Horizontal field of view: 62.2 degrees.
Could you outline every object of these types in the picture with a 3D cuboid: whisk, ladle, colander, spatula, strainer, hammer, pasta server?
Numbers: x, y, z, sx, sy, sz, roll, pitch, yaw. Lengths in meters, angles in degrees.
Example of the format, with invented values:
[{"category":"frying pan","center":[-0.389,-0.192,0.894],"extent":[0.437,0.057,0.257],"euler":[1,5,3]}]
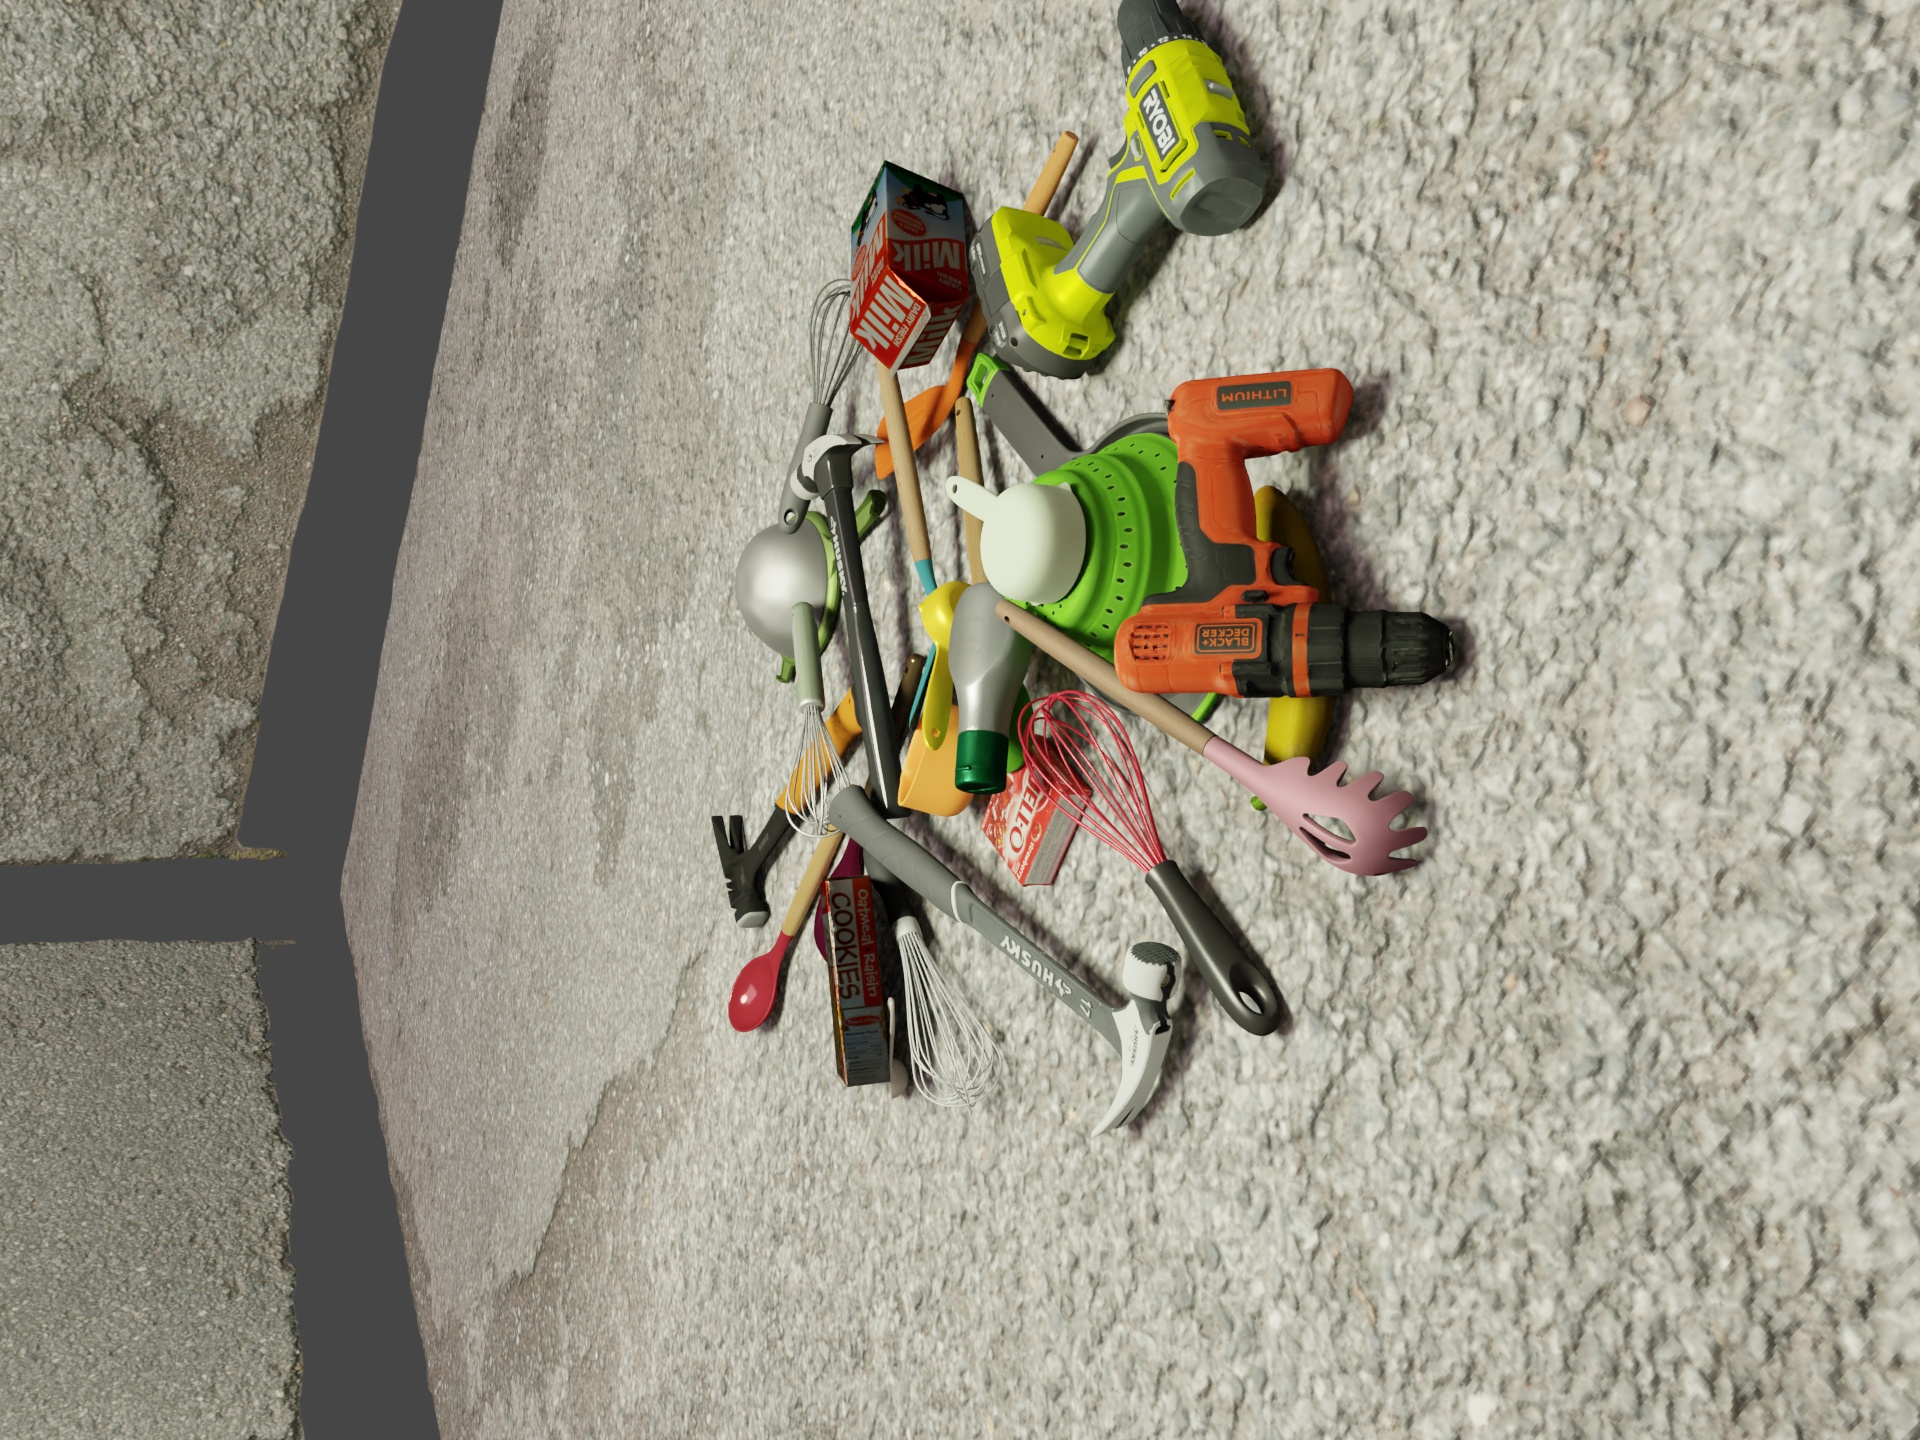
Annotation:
[{"category":"whisk","center":[0.121,0.084,1.032],"extent":[0.296,0.073,0.073],"euler":[58,135,36]},{"category":"ladle","center":[-0.156,0.180,1.508],"extent":[0.315,0.031,0.069],"euler":[-63,39,31]},{"category":"colander","center":[0.060,-0.157,1.112],"extent":[0.398,0.094,0.204],"euler":[58,135,43]},{"category":"spatula","center":[0.009,-0.323,1.251],"extent":[0.081,0.041,0.322],"euler":[-92,25,-42]},{"category":"strainer","center":[-0.151,-0.148,1.483],"extent":[0.256,0.069,0.152],"euler":[-39,56,53]},{"category":"spatula","center":[-0.046,-0.152,1.280],"extent":[0.082,0.044,0.317],"euler":[20,-121,-87]},{"category":"whisk","center":[-0.131,-0.005,1.399],"extent":[0.057,0.059,0.247],"euler":[92,171,-57]},{"category":"hammer","center":[-0.156,0.064,1.509],"extent":[0.336,0.034,0.127],"euler":[-51,47,44]},{"category":"pasta server","center":[0.135,0.000,0.947],"extent":[0.316,0.040,0.060],"euler":[36,134,36]},{"category":"hammer","center":[-0.082,-0.081,1.339],"extent":[0.146,0.035,0.335],"euler":[-27,71,63]},{"category":"whisk","center":[-0.034,0.196,1.284],"extent":[0.070,0.070,0.285],"euler":[-64,33,33]},{"category":"hammer","center":[0.013,0.148,1.174],"extent":[0.409,0.036,0.149],"euler":[33,124,49]},{"category":"whisk","center":[-0.130,-0.286,1.449],"extent":[0.055,0.055,0.239],"euler":[12,87,58]}]

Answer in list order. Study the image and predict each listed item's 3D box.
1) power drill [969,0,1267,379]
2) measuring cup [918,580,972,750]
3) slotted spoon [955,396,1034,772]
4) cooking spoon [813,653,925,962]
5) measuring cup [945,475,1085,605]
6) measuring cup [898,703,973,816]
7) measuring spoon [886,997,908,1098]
[{"category":"power drill","center":[0.100,-0.363,1.083],"extent":[0.228,0.080,0.191],"euler":[-43,52,46]},{"category":"measuring cup","center":[-0.006,-0.044,1.211],"extent":[0.029,0.062,0.157],"euler":[-41,30,44]},{"category":"slotted spoon","center":[0.015,-0.111,1.208],"extent":[0.070,0.031,0.314],"euler":[-28,59,43]},{"category":"cooking spoon","center":[-0.083,0.081,1.402],"extent":[0.069,0.017,0.318],"euler":[52,130,48]},{"category":"measuring cup","center":[0.020,-0.132,1.043],"extent":[0.168,0.038,0.083],"euler":[40,121,49]},{"category":"measuring cup","center":[-0.002,-0.004,1.256],"extent":[0.095,0.052,0.174],"euler":[122,165,-59]},{"category":"measuring spoon","center":[-0.051,0.266,1.302],"extent":[0.034,0.018,0.124],"euler":[-103,11,-46]}]
